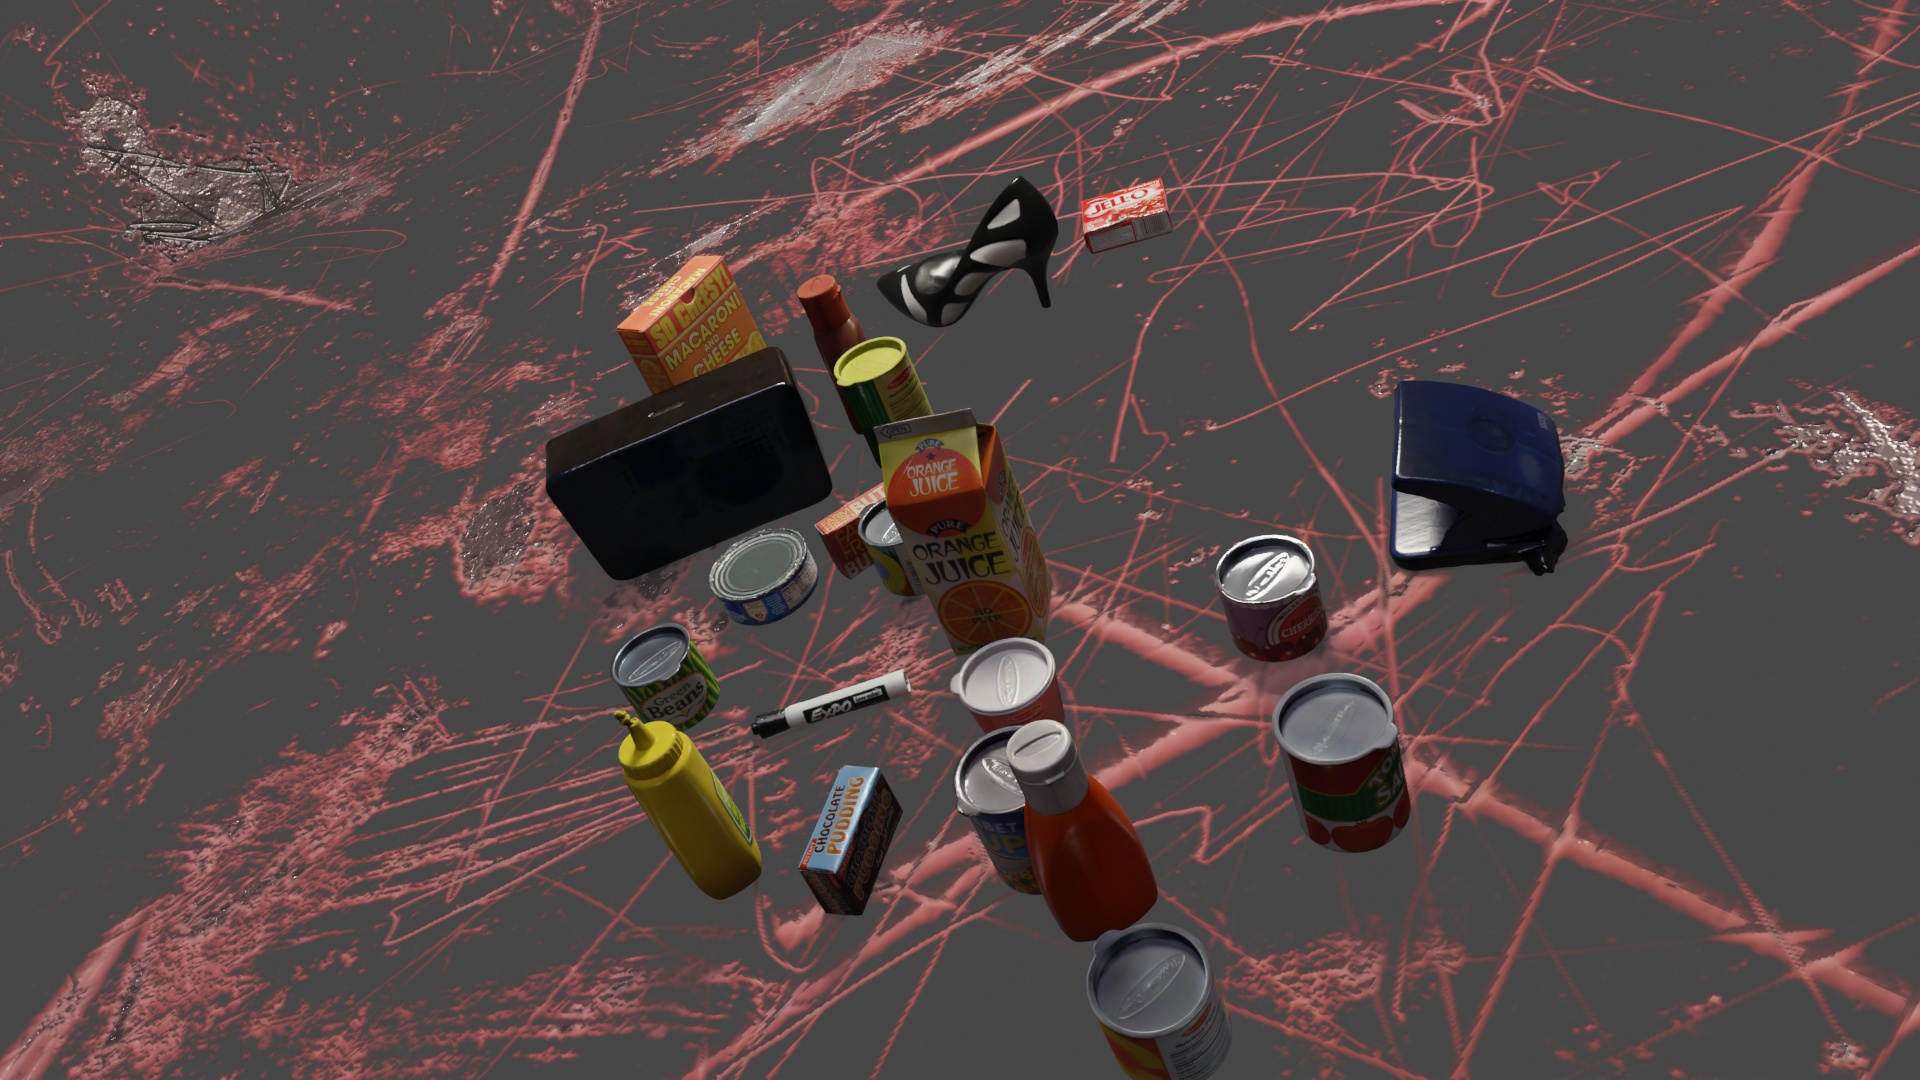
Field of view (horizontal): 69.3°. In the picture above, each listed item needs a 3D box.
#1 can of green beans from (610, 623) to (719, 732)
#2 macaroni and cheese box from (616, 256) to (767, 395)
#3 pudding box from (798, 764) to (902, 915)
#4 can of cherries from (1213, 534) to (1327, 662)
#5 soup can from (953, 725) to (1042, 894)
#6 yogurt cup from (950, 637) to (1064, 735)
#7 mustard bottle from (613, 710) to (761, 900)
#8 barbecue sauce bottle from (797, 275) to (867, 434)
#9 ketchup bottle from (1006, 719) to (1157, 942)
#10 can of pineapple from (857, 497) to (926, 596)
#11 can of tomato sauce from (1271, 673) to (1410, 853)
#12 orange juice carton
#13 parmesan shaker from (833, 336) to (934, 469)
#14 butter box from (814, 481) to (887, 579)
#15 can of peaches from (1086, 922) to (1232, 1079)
[{"bbox_3d":[-0.227,0.107,1.070,0.071,0.057,0.071,-14,38,11],"label":"can of green beans"},{"bbox_3d":[-0.240,-0.168,1.326,0.040,0.165,0.124,8,47,35],"label":"macaroni and cheese box"},{"bbox_3d":[-0.070,0.192,0.893,0.030,0.049,0.084,-2,41,25],"label":"pudding box"},{"bbox_3d":[0.210,0.040,0.929,0.071,0.058,0.072,-14,38,11],"label":"can of cherries"},{"bbox_3d":[0.038,0.166,0.841,0.071,0.083,0.072,-14,38,11],"label":"soup can"},{"bbox_3d":[0.037,0.108,0.938,0.072,0.053,0.073,-14,38,11],"label":"yogurt cup"},{"bbox_3d":[-0.179,0.163,0.892,0.049,0.159,0.065,-30,37,-9],"label":"mustard bottle"},{"bbox_3d":[-0.105,-0.172,1.276,0.043,0.148,0.065,-14,38,11],"label":"barbecue sauce bottle"},{"bbox_3d":[0.064,0.162,0.778,0.065,0.148,0.044,-26,37,-4],"label":"ketchup bottle"},{"bbox_3d":[-0.042,0.002,1.105,0.071,0.057,0.071,-14,38,11],"label":"can of pineapple"},{"bbox_3d":[0.221,0.128,0.794,0.071,0.082,0.071,-14,38,11],"label":"can of tomato sauce"},{"bbox_3d":[0.004,-0.012,0.988,0.072,0.191,0.073,-10,39,17],"label":"orange juice carton"},{"bbox_3d":[-0.064,-0.117,1.225,0.071,0.102,0.072,-14,38,11],"label":"parmesan shaker"},{"bbox_3d":[-0.064,-0.017,1.143,0.104,0.053,0.024,-32,38,-13],"label":"butter box"},{"bbox_3d":[0.104,0.244,0.732,0.071,0.057,0.071,-14,38,11],"label":"can of peaches"}]
